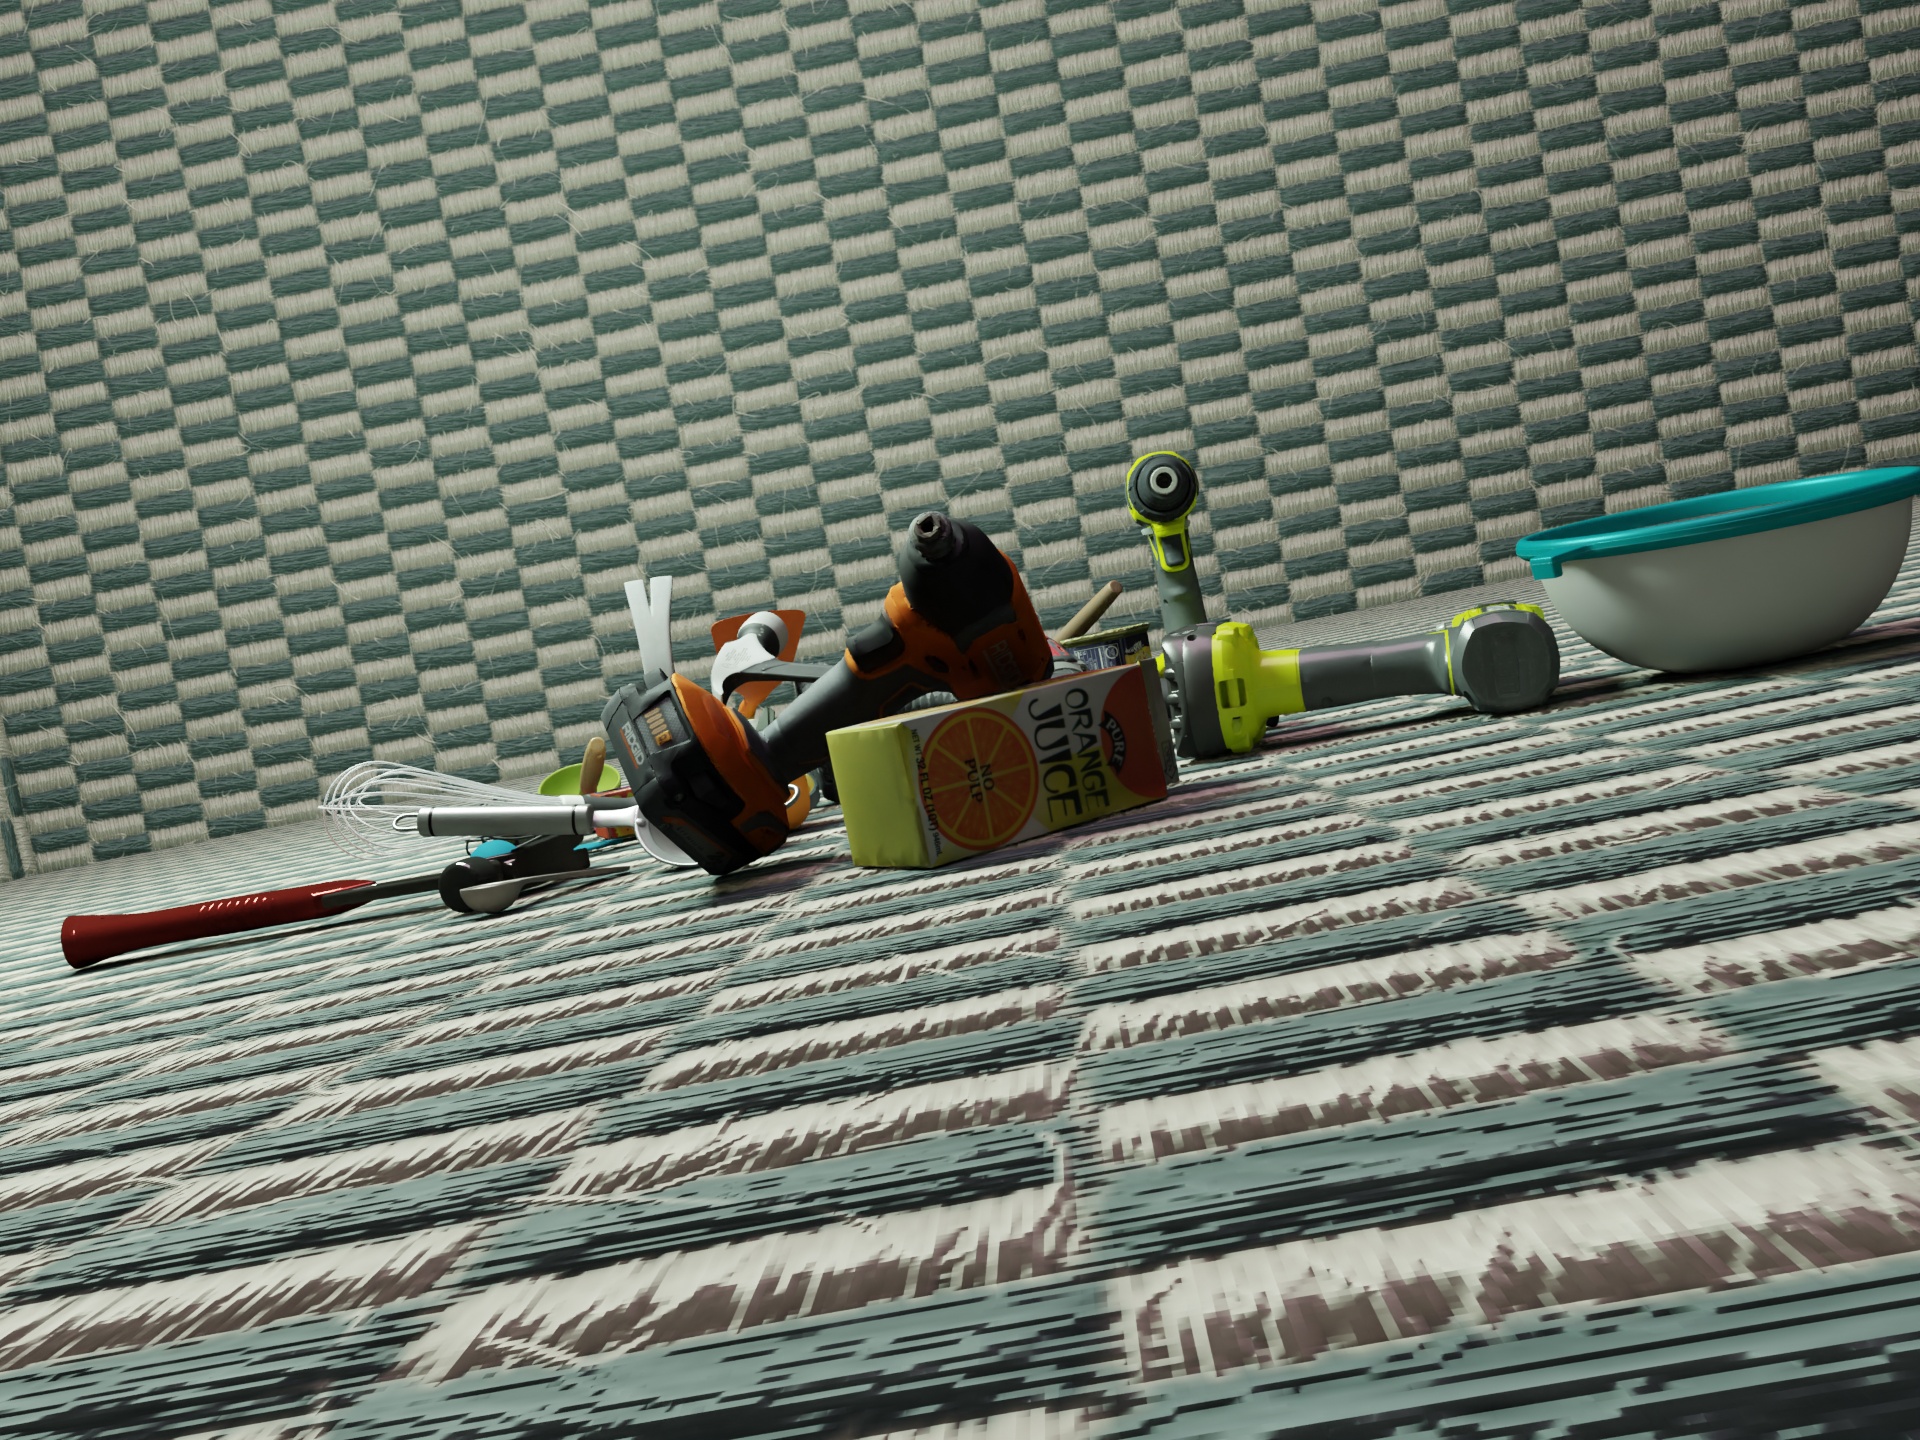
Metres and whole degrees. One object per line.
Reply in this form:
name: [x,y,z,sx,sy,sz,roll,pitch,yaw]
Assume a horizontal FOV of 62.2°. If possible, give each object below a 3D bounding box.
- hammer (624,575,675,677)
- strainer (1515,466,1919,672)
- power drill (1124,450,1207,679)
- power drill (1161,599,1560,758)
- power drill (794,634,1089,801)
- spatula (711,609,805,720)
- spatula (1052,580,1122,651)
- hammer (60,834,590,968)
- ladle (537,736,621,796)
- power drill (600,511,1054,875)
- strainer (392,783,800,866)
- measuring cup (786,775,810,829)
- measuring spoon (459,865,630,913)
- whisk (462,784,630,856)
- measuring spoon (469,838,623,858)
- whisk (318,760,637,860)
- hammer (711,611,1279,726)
hammer: [-0.233,-0.009,1.308,0.035,0.144,0.405,-8,-7,-8]
strainer: [0.489,-0.085,0.874,0.340,0.095,0.211,-8,7,22]
power drill: [0.192,-0.124,1.400,0.080,0.228,0.190,-11,3,6]
power drill: [0.248,-0.032,0.983,0.223,0.080,0.171,-6,5,18]
power drill: [-0.002,-0.004,1.211,0.226,0.080,0.188,-11,21,-11]
spatula: [-0.198,-0.008,1.445,0.081,0.041,0.322,-10,-20,-18]
spatula: [0.069,-0.048,1.445,0.059,0.018,0.315,2,-24,-23]
hammer: [-0.431,0.119,1.050,0.359,0.037,0.149,-10,3,15]
ladle: [-0.326,0.041,1.382,0.078,0.062,0.320,-15,-8,-18]
power drill: [-0.067,-0.020,0.835,0.226,0.084,0.164,-29,-28,0]
strainer: [-0.224,0.061,0.982,0.258,0.087,0.050,-1,-41,4]
measuring cup: [-0.102,0.045,1.054,0.173,0.052,0.095,-10,3,1]
measuring spoon: [-0.243,0.100,0.950,0.034,0.018,0.124,-10,-3,34]
whisk: [-0.308,0.076,1.317,0.055,0.055,0.239,-9,1,40]
measuring spoon: [-0.315,0.094,1.202,0.128,0.021,0.042,-11,3,14]
whisk: [-0.314,0.065,1.149,0.284,0.070,0.070,3,-6,-34]
hammer: [0.018,-0.024,1.125,0.409,0.036,0.149,4,26,12]
